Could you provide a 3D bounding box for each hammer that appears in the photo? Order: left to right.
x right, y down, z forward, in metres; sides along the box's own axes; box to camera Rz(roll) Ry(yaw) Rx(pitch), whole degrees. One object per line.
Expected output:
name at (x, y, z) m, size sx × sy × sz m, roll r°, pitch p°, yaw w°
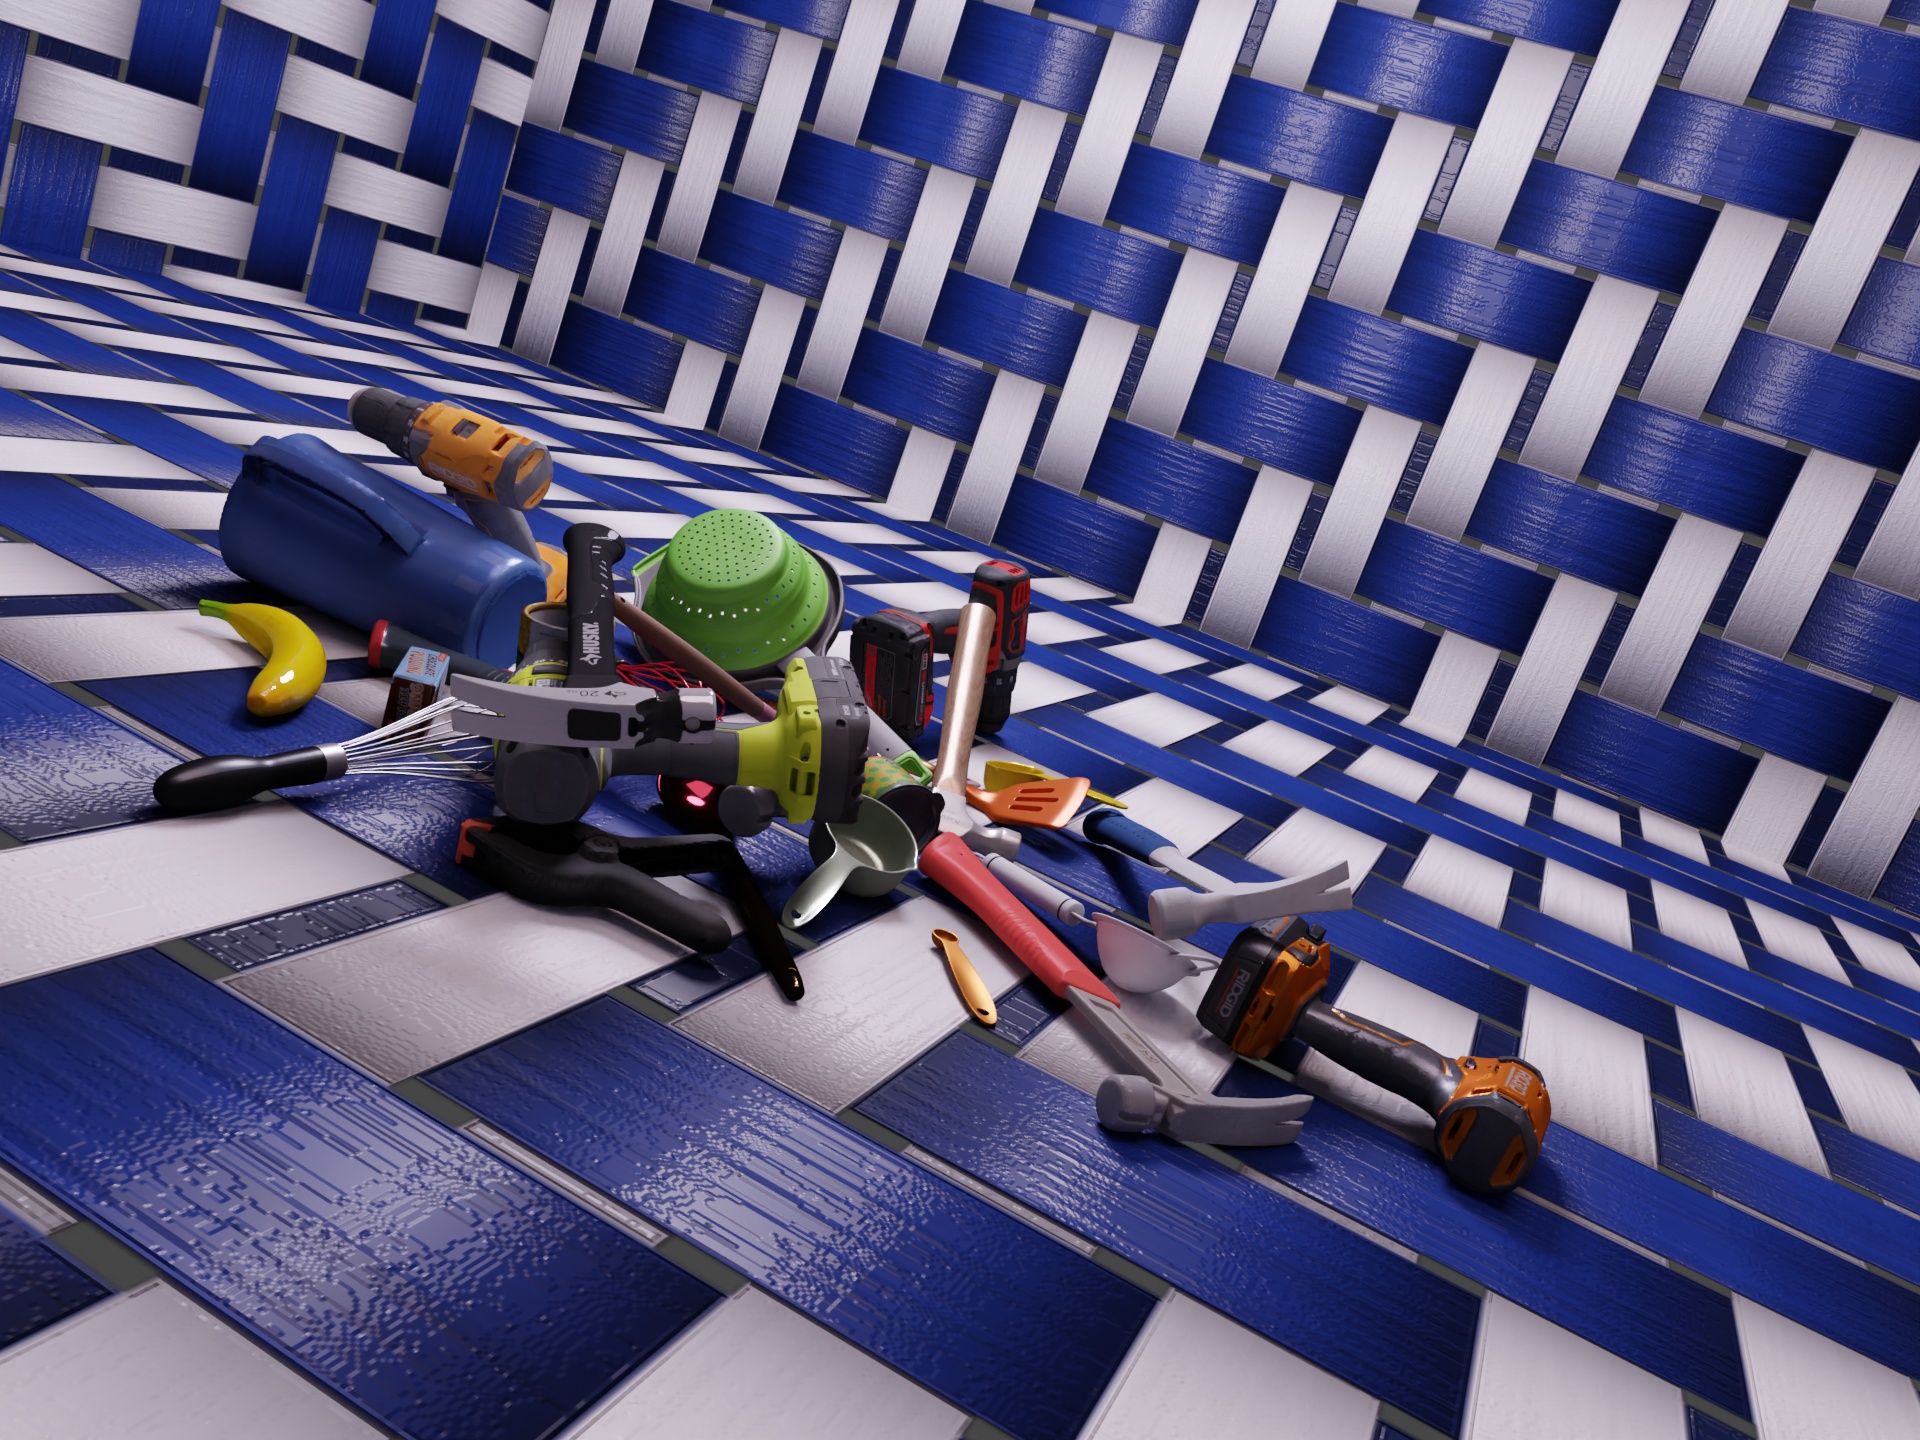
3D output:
hammer at (-0.245, -0.065, 1.032) m, size 0.146 × 0.035 × 0.335 m, roll 0°, pitch 24°, yaw -14°
hammer at (-0.272, -0.008, 1.177) m, size 0.386 × 0.038 × 0.143 m, roll 19°, pitch 21°, yaw 20°
hammer at (-0.002, -0.004, 1.391) m, size 0.130 × 0.031 × 0.332 m, roll 19°, pitch 36°, yaw -8°
hammer at (0.074, 0.168, 1.065) m, size 0.149 × 0.036 × 0.359 m, roll 11°, pitch 16°, yaw -32°
hammer at (0.169, 0.108, 1.241) m, size 0.144 × 0.035 × 0.405 m, roll -7°, pitch 5°, yaw -8°

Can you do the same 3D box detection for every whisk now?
whisk at (-0.366, 0.021, 0.987) m, size 0.070 × 0.070 × 0.284 m, roll 26°, pitch 19°, yaw 24°
whisk at (-0.277, -0.034, 1.337) m, size 0.073 × 0.073 × 0.296 m, roll 10°, pitch 11°, yaw -37°

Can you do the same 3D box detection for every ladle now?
ladle at (-0.147, 0.099, 1.048) m, size 0.069 × 0.031 × 0.316 m, roll 4°, pitch 20°, yaw -22°

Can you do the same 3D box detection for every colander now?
colander at (-0.161, -0.081, 1.444) m, size 0.204 × 0.094 × 0.397 m, roll -34°, pitch 58°, yaw -22°

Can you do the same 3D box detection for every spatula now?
spatula at (-0.044, 0.032, 1.430) m, size 0.323 × 0.041 × 0.081 m, roll 21°, pitch 38°, yaw 14°

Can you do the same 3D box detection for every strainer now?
strainer at (0.086, 0.146, 1.164) m, size 0.086 × 0.050 × 0.259 m, roll 42°, pitch -10°, yaw -38°

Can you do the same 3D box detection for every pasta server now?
pasta server at (-0.171, -0.025, 1.255) m, size 0.315 × 0.040 × 0.060 m, roll 41°, pitch 21°, yaw -48°

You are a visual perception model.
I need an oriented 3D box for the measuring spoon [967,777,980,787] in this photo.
measuring spoon at (-0.038, 0.035, 1.477) m, size 0.124 × 0.018 × 0.034 m, roll 20°, pitch 13°, yaw -2°

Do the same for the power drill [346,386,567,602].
power drill at (-0.427, -0.183, 1.373) m, size 0.185 × 0.226 × 0.084 m, roll 23°, pitch 57°, yaw 14°

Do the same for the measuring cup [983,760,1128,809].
measuring cup at (0.086, 0.068, 1.450) m, size 0.157 × 0.029 × 0.062 m, roll 18°, pitch 10°, yaw 38°

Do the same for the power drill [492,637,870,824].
power drill at (-0.183, 0.001, 1.030) m, size 0.228 × 0.080 × 0.191 m, roll 3°, pitch 25°, yaw -14°

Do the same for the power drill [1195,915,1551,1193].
power drill at (0.289, 0.220, 1.078) m, size 0.227 × 0.084 × 0.164 m, roll 30°, pitch 15°, yaw 22°

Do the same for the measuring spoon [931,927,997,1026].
measuring spoon at (0.001, 0.167, 1.027) m, size 0.021 × 0.011 × 0.117 m, roll 15°, pitch 17°, yaw -22°

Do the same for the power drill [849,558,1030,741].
power drill at (-0.012, -0.050, 1.604) m, size 0.080 × 0.187 × 0.226 m, roll 22°, pitch 31°, yaw 32°

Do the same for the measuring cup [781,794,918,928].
measuring cup at (-0.088, 0.108, 1.085) m, size 0.083 × 0.038 × 0.168 m, roll 38°, pitch 32°, yaw 3°
